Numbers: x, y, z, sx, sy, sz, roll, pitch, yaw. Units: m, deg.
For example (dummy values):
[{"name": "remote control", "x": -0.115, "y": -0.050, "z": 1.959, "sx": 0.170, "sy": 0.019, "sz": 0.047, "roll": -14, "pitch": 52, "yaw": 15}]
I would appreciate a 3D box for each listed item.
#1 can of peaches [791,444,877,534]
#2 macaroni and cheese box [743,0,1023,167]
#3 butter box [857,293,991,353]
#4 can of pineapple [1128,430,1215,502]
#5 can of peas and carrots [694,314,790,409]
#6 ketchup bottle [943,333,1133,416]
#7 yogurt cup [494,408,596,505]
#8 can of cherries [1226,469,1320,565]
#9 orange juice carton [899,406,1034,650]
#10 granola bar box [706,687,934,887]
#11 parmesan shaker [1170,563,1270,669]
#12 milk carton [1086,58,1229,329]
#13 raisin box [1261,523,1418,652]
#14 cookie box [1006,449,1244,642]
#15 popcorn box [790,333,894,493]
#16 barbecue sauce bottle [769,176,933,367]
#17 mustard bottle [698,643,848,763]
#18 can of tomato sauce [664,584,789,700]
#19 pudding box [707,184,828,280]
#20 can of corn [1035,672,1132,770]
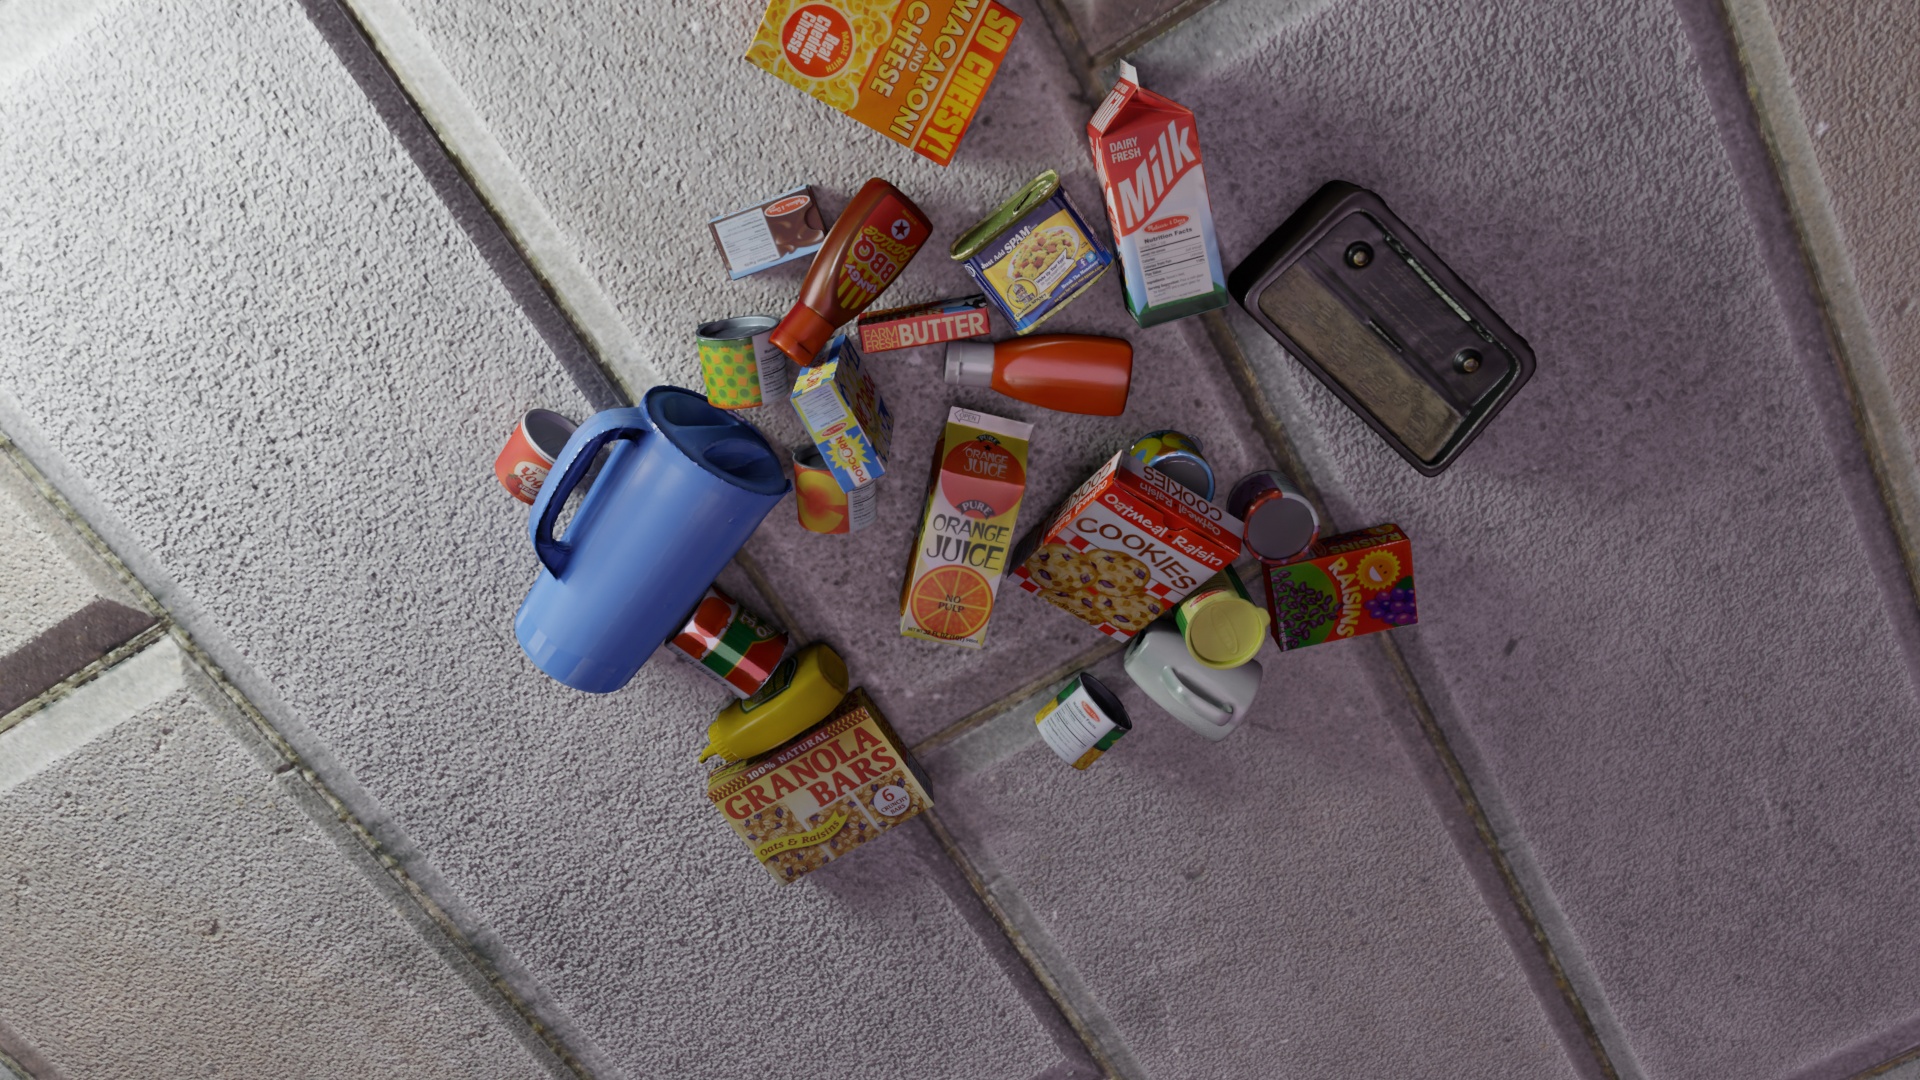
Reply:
[{"name": "can of peaches", "x": -0.104, "y": -0.044, "z": 1.136, "sx": 0.071, "sy": 0.071, "sz": 0.057, "roll": -3, "pitch": 113, "yaw": -2}, {"name": "macaroni and cheese box", "x": -0.056, "y": -0.370, "z": 1.020, "sx": 0.166, "sy": 0.040, "sz": 0.123, "roll": 26, "pitch": 108, "yaw": -13}, {"name": "butter box", "x": -0.029, "y": -0.171, "z": 1.095, "sx": 0.103, "sy": 0.053, "sz": 0.024, "roll": -9, "pitch": 111, "yaw": 0}, {"name": "can of pineapple", "x": 0.175, "y": -0.054, "z": 1.153, "sx": 0.071, "sy": 0.058, "sz": 0.070, "roll": -1, "pitch": 112, "yaw": -3}, {"name": "can of peas and carrots", "x": -0.173, "y": -0.141, "z": 1.092, "sx": 0.071, "sy": 0.071, "sz": 0.058, "roll": -7, "pitch": 113, "yaw": -1}, {"name": "ketchup bottle", "x": 0.062, "y": -0.137, "z": 1.120, "sx": 0.149, "sy": 0.044, "sz": 0.064, "roll": 5, "pitch": 111, "yaw": -5}, {"name": "yogurt cup", "x": -0.335, "y": -0.064, "z": 1.113, "sx": 0.072, "sy": 0.073, "sz": 0.053, "roll": 40, "pitch": 113, "yaw": -17}, {"name": "can of cherries", "x": 0.262, "y": -0.017, "z": 1.174, "sx": 0.071, "sy": 0.058, "sz": 0.071, "roll": -1, "pitch": 112, "yaw": -3}, {"name": "orange juice carton", "x": 0.004, "y": -0.014, "z": 1.150, "sx": 0.072, "sy": 0.073, "sz": 0.191, "roll": 11, "pitch": 110, "yaw": -8}, {"name": "granola bar box", "x": -0.125, "y": 0.224, "z": 1.256, "sx": 0.165, "sy": 0.039, "sz": 0.124, "roll": -30, "pitch": 111, "yaw": 8}, {"name": "parmesan shaker", "x": 0.216, "y": 0.055, "z": 1.176, "sx": 0.071, "sy": 0.103, "sz": 0.071, "roll": -1, "pitch": 113, "yaw": -3}, {"name": "milk carton", "x": 0.146, "y": -0.267, "z": 1.058, "sx": 0.073, "sy": 0.072, "sz": 0.189, "roll": -15, "pitch": 113, "yaw": 2}, {"name": "raisin box", "x": 0.331, "y": 0.042, "z": 1.213, "sx": 0.123, "sy": 0.040, "sz": 0.085, "roll": -12, "pitch": 112, "yaw": 3}, {"name": "cookie box", "x": 0.133, "y": 0.010, "z": 1.142, "sx": 0.123, "sy": 0.040, "sz": 0.166, "roll": 29, "pitch": 140, "yaw": -14}, {"name": "popcorn box", "x": -0.090, "y": -0.101, "z": 1.079, "sx": 0.038, "sy": 0.127, "sz": 0.085, "roll": -24, "pitch": 112, "yaw": 11}, {"name": "barbecue sauce bottle", "x": -0.087, "y": -0.201, "z": 1.060, "sx": 0.148, "sy": 0.044, "sz": 0.064, "roll": -53, "pitch": 131, "yaw": -2}, {"name": "mustard bottle", "x": -0.171, "y": 0.153, "z": 1.212, "sx": 0.160, "sy": 0.065, "sz": 0.048, "roll": -35, "pitch": 115, "yaw": 14}, {"name": "can of tomato sauce", "x": -0.198, "y": 0.084, "z": 1.181, "sx": 0.083, "sy": 0.071, "sz": 0.071, "roll": 37, "pitch": 105, "yaw": -16}, {"name": "pudding box", "x": -0.146, "y": -0.238, "z": 1.073, "sx": 0.084, "sy": 0.030, "sz": 0.049, "roll": -19, "pitch": 111, "yaw": 4}, {"name": "can of corn", "x": 0.110, "y": 0.161, "z": 1.234, "sx": 0.071, "sy": 0.071, "sz": 0.058, "roll": 41, "pitch": 105, "yaw": -18}]
